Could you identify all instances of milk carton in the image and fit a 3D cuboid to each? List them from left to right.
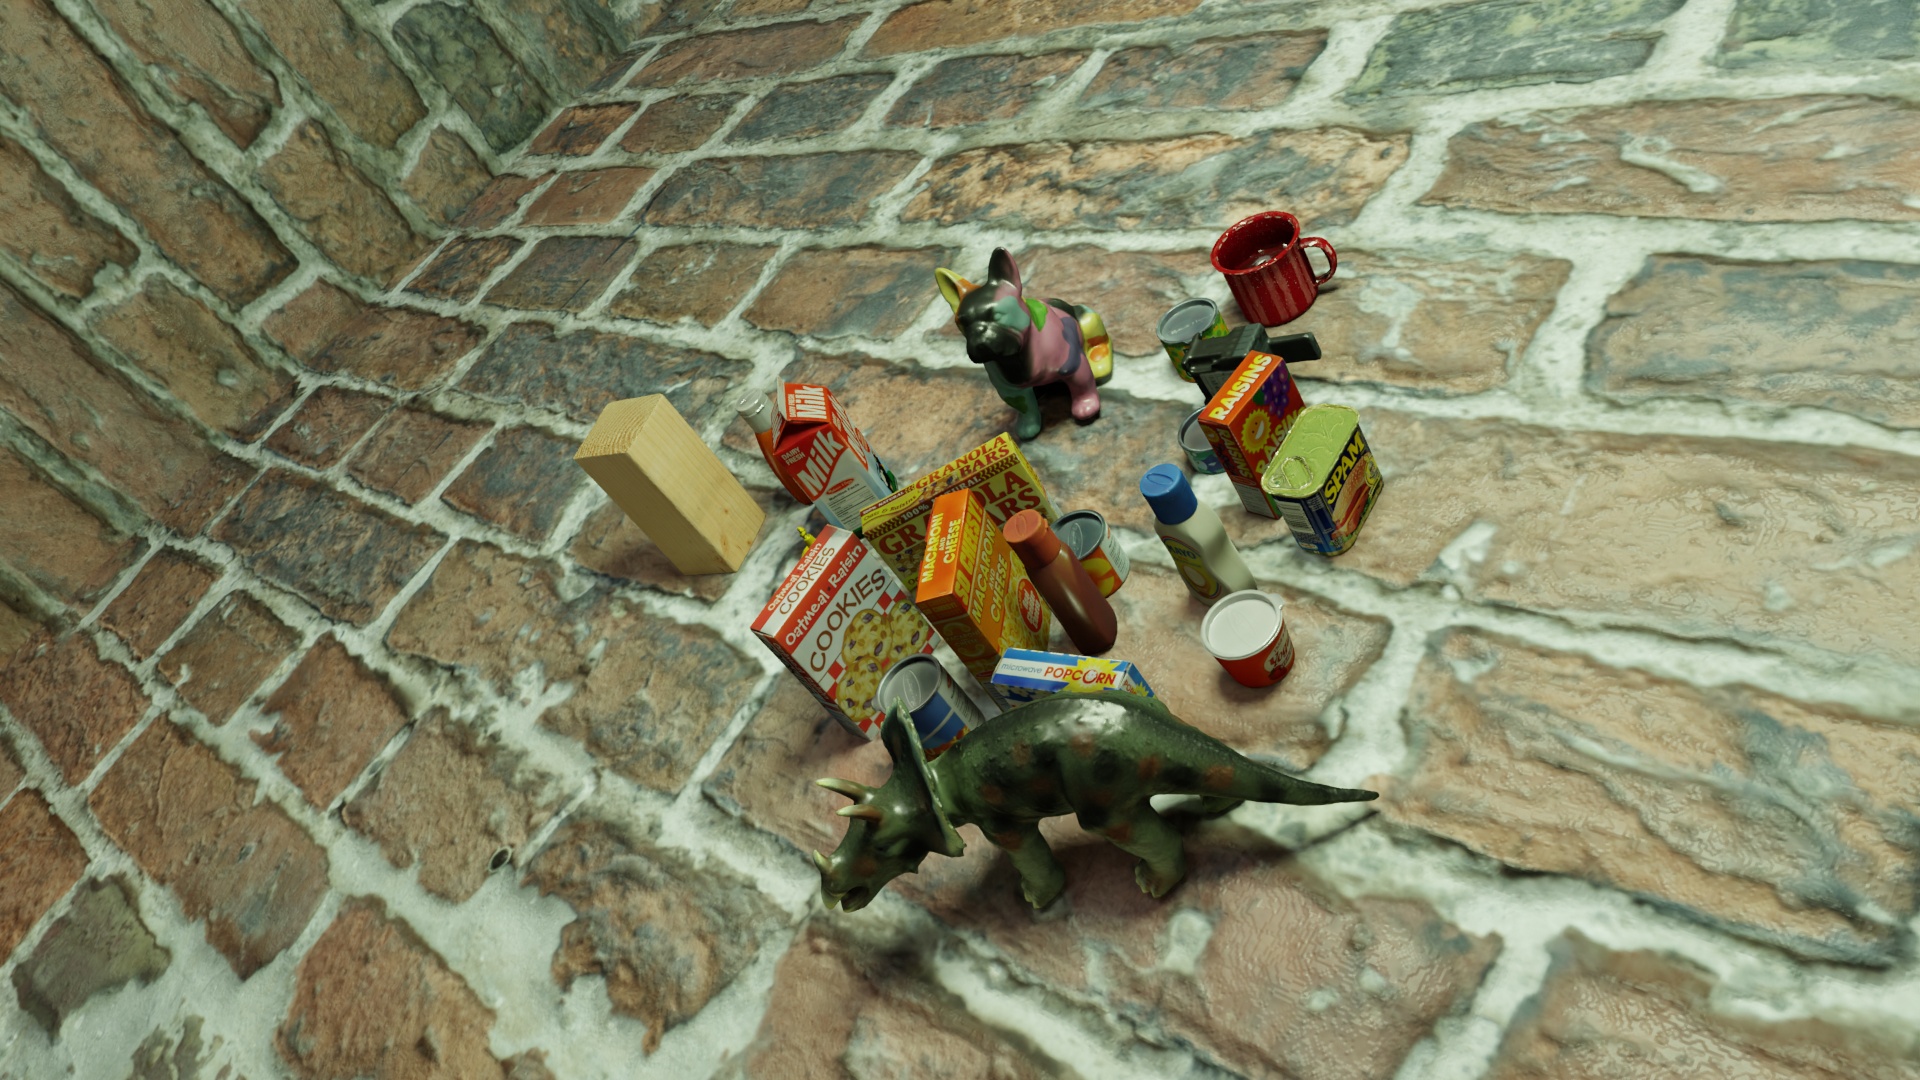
[{"bbox_3d":[-0.142,-0.092,1.479,0.073,0.190,0.073,-28,38,12],"label":"milk carton"}]

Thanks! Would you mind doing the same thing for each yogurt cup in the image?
[{"bbox_3d":[0.234,0.082,1.116,0.072,0.053,0.073,-21,40,19],"label":"yogurt cup"}]

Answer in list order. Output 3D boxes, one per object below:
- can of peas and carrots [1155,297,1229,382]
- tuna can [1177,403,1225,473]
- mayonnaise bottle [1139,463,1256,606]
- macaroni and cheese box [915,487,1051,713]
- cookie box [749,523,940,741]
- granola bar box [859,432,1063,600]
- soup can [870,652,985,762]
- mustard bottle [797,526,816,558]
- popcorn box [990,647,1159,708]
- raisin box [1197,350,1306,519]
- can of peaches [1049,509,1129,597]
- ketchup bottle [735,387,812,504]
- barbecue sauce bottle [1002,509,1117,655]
[{"bbox_3d":[0.240,-0.201,1.404,0.071,0.058,0.071,-21,40,19],"label":"can of peas and carrots"},{"bbox_3d":[0.244,-0.098,1.314,0.071,0.032,0.071,-21,40,19],"label":"tuna can"},{"bbox_3d":[0.194,-0.003,1.158,0.065,0.147,0.041,20,64,48],"label":"mayonnaise bottle"},{"bbox_3d":[0.023,0.055,1.216,0.040,0.166,0.124,-16,42,25],"label":"macaroni and cheese box"},{"bbox_3d":[-0.103,0.086,1.281,0.040,0.167,0.123,11,58,44],"label":"cookie box"},{"bbox_3d":[0.005,-0.017,1.340,0.165,0.124,0.039,-28,38,12],"label":"granola bar box"},{"bbox_3d":[-0.028,0.151,1.223,0.071,0.083,0.072,-21,40,19],"label":"soup can"},{"bbox_3d":[-0.111,0.042,1.339,0.049,0.159,0.065,0,50,38],"label":"mustard bottle"},{"bbox_3d":[0.099,0.131,1.143,0.126,0.085,0.038,3,52,40],"label":"popcorn box"},{"bbox_3d":[0.266,-0.092,1.216,0.086,0.123,0.040,-49,39,-16],"label":"raisin box"},{"bbox_3d":[0.113,0.015,1.277,0.071,0.058,0.071,-21,40,19],"label":"can of peaches"},{"bbox_3d":[-0.198,-0.110,1.575,0.065,0.148,0.043,-46,38,-11],"label":"ketchup bottle"},{"bbox_3d":[0.087,0.033,1.204,0.043,0.148,0.065,-24,39,16],"label":"barbecue sauce bottle"}]
